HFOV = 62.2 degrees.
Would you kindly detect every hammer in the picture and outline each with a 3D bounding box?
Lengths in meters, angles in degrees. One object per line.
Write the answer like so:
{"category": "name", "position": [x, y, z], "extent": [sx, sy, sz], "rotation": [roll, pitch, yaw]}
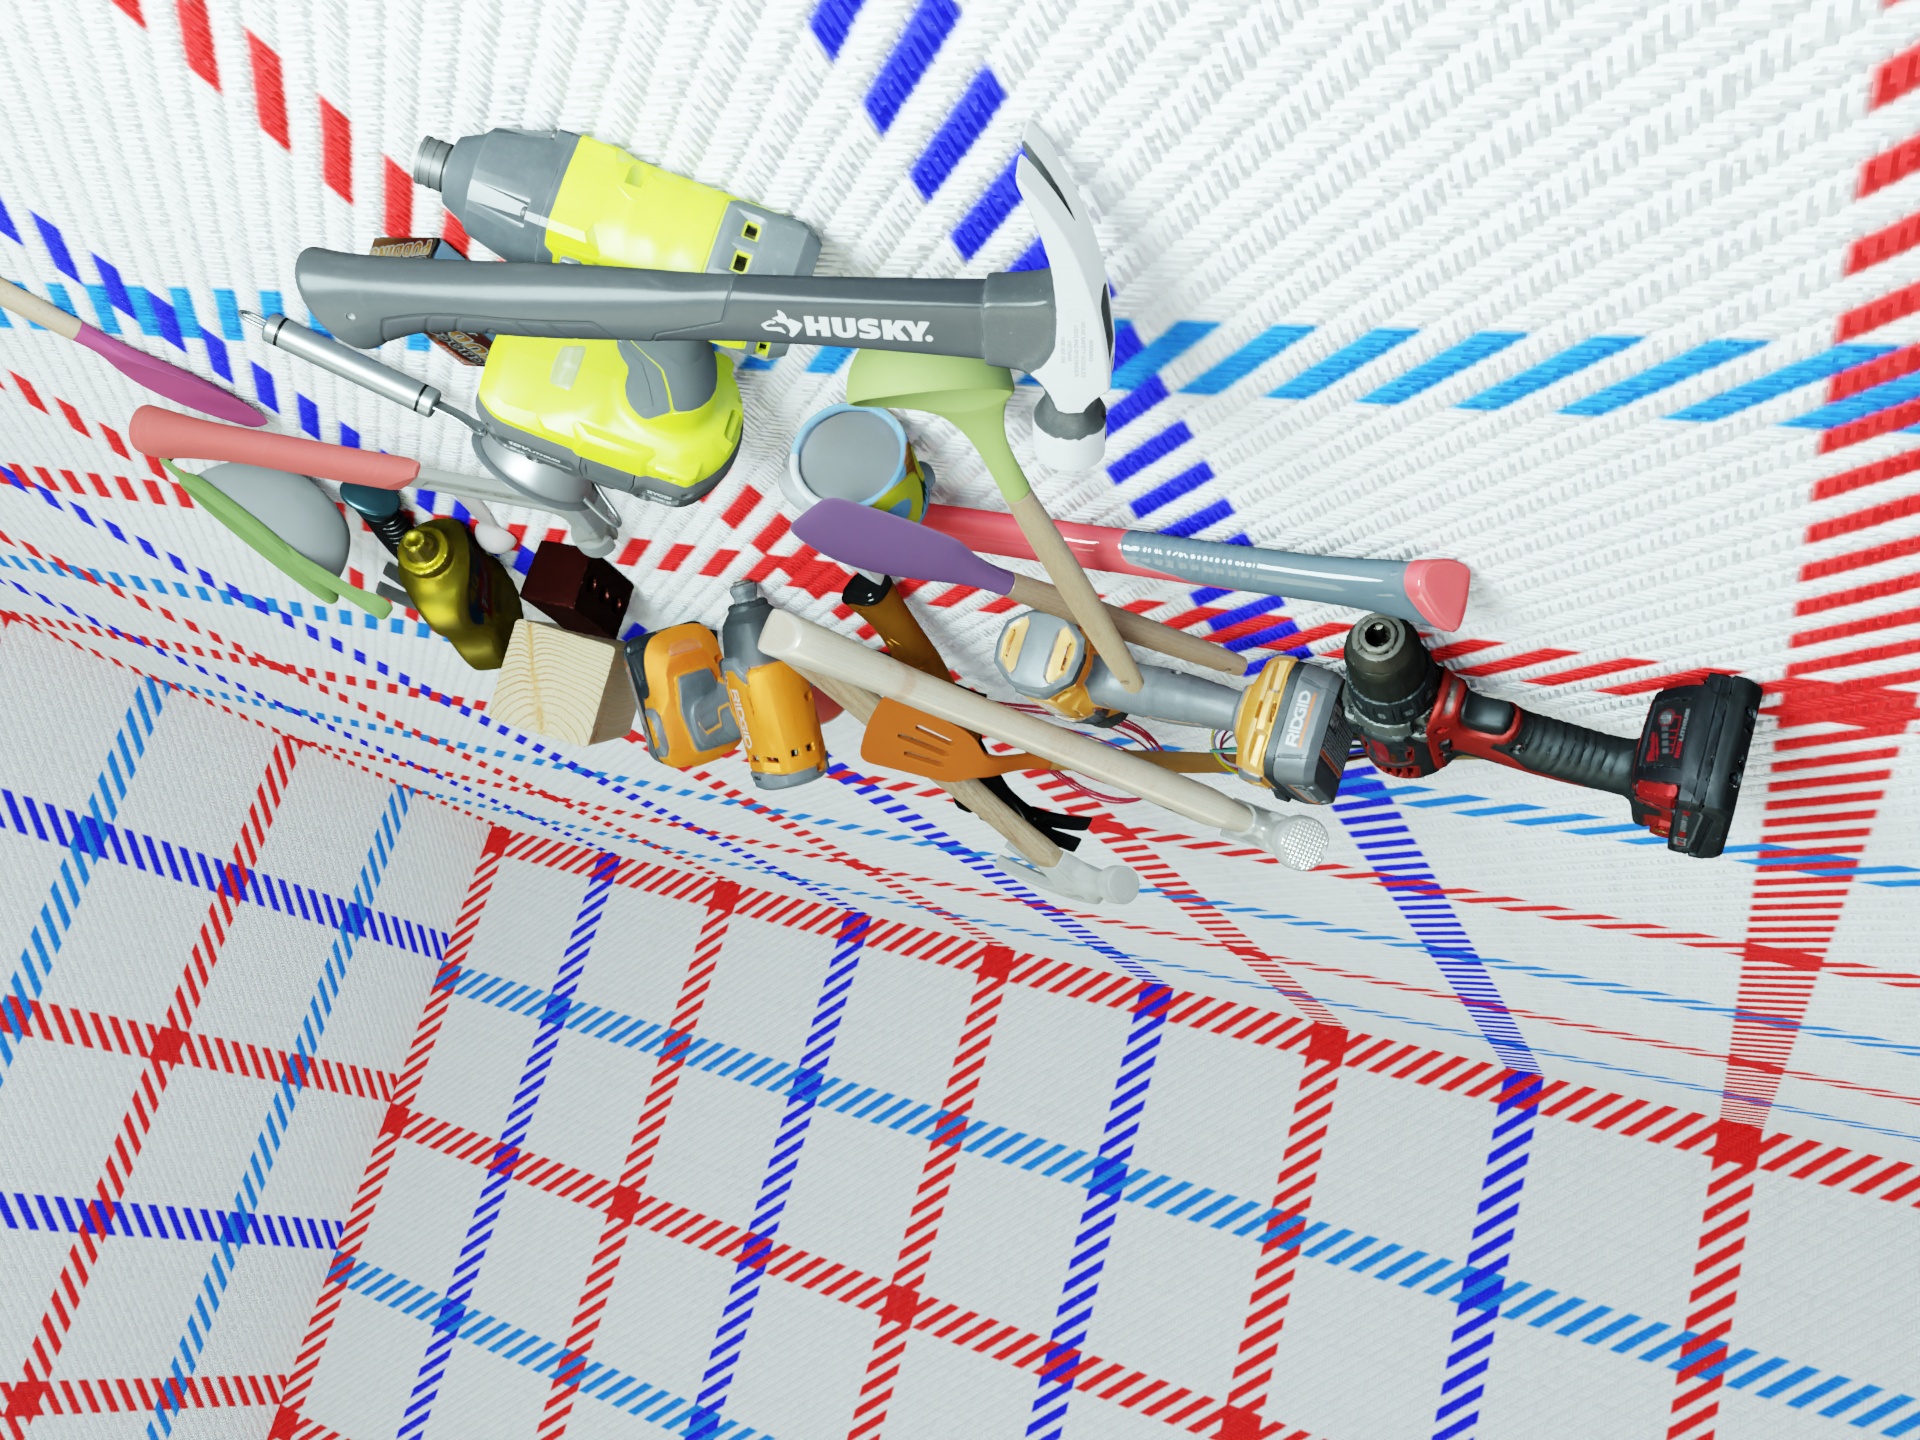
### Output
{"category": "hammer", "position": [-0.106, -0.171, 0.639], "extent": [0.335, 0.035, 0.146], "rotation": [5, 144, 8]}
{"category": "hammer", "position": [-0.002, -0.004, 1.226], "extent": [0.127, 0.034, 0.336], "rotation": [18, 157, 33]}
{"category": "hammer", "position": [-0.009, 0.043, 1.253], "extent": [0.331, 0.031, 0.130], "rotation": [40, 159, -20]}
{"category": "hammer", "position": [-0.431, -0.185, 1.136], "extent": [0.359, 0.037, 0.149], "rotation": [11, 166, 9]}
{"category": "hammer", "position": [0.053, 0.012, 1.118], "extent": [0.410, 0.038, 0.146], "rotation": [22, 179, -13]}
{"category": "hammer", "position": [-0.478, -0.142, 1.402], "extent": [0.128, 0.033, 0.331], "rotation": [16, 166, -1]}
{"category": "hammer", "position": [0.092, -0.092, 0.913], "extent": [0.386, 0.038, 0.143], "rotation": [11, 167, 22]}

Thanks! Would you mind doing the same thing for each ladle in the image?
{"category": "ladle", "position": [0.037, -0.092, 0.824], "extent": [0.078, 0.062, 0.319], "rotation": [0, 149, 28]}

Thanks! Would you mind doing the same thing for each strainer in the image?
{"category": "strainer", "position": [-0.510, -0.148, 1.261], "extent": [0.257, 0.069, 0.151], "rotation": [26, 162, 34]}
{"category": "strainer", "position": [-0.323, -0.196, 0.988], "extent": [0.258, 0.050, 0.087], "rotation": [25, -151, -11]}

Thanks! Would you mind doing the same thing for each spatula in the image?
{"category": "spatula", "position": [0.046, -0.070, 0.907], "extent": [0.315, 0.018, 0.060], "rotation": [16, 152, -32]}
{"category": "spatula", "position": [0.087, 0.022, 1.206], "extent": [0.322, 0.041, 0.081], "rotation": [2, 140, -21]}

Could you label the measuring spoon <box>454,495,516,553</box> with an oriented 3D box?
{"category": "measuring spoon", "position": [-0.382, -0.158, 1.254], "extent": [0.034, 0.018, 0.124], "rotation": [16, 166, 5]}

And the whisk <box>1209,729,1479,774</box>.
{"category": "whisk", "position": [0.278, 0.015, 1.120], "extent": [0.245, 0.047, 0.051], "rotation": [-2, 169, 42]}

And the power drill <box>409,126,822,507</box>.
{"category": "power drill", "position": [-0.168, -0.191, 0.757], "extent": [0.171, 0.080, 0.223], "rotation": [18, 163, -10]}

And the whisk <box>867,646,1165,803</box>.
{"category": "whisk", "position": [0.035, -0.003, 1.303], "extent": [0.296, 0.073, 0.073], "rotation": [22, 167, 5]}

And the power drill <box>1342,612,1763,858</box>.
{"category": "power drill", "position": [0.332, 0.000, 0.922], "extent": [0.227, 0.080, 0.187], "rotation": [13, 166, 25]}

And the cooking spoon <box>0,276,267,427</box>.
{"category": "cooking spoon", "position": [-0.620, -0.276, 1.069], "extent": [0.069, 0.017, 0.318], "rotation": [1, 160, 45]}

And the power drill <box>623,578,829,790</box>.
{"category": "power drill", "position": [-0.195, -0.033, 1.304], "extent": [0.084, 0.164, 0.226], "rotation": [-20, -167, -32]}

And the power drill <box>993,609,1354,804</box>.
{"category": "power drill", "position": [0.152, -0.009, 1.090], "extent": [0.226, 0.084, 0.185], "rotation": [16, 174, 23]}
